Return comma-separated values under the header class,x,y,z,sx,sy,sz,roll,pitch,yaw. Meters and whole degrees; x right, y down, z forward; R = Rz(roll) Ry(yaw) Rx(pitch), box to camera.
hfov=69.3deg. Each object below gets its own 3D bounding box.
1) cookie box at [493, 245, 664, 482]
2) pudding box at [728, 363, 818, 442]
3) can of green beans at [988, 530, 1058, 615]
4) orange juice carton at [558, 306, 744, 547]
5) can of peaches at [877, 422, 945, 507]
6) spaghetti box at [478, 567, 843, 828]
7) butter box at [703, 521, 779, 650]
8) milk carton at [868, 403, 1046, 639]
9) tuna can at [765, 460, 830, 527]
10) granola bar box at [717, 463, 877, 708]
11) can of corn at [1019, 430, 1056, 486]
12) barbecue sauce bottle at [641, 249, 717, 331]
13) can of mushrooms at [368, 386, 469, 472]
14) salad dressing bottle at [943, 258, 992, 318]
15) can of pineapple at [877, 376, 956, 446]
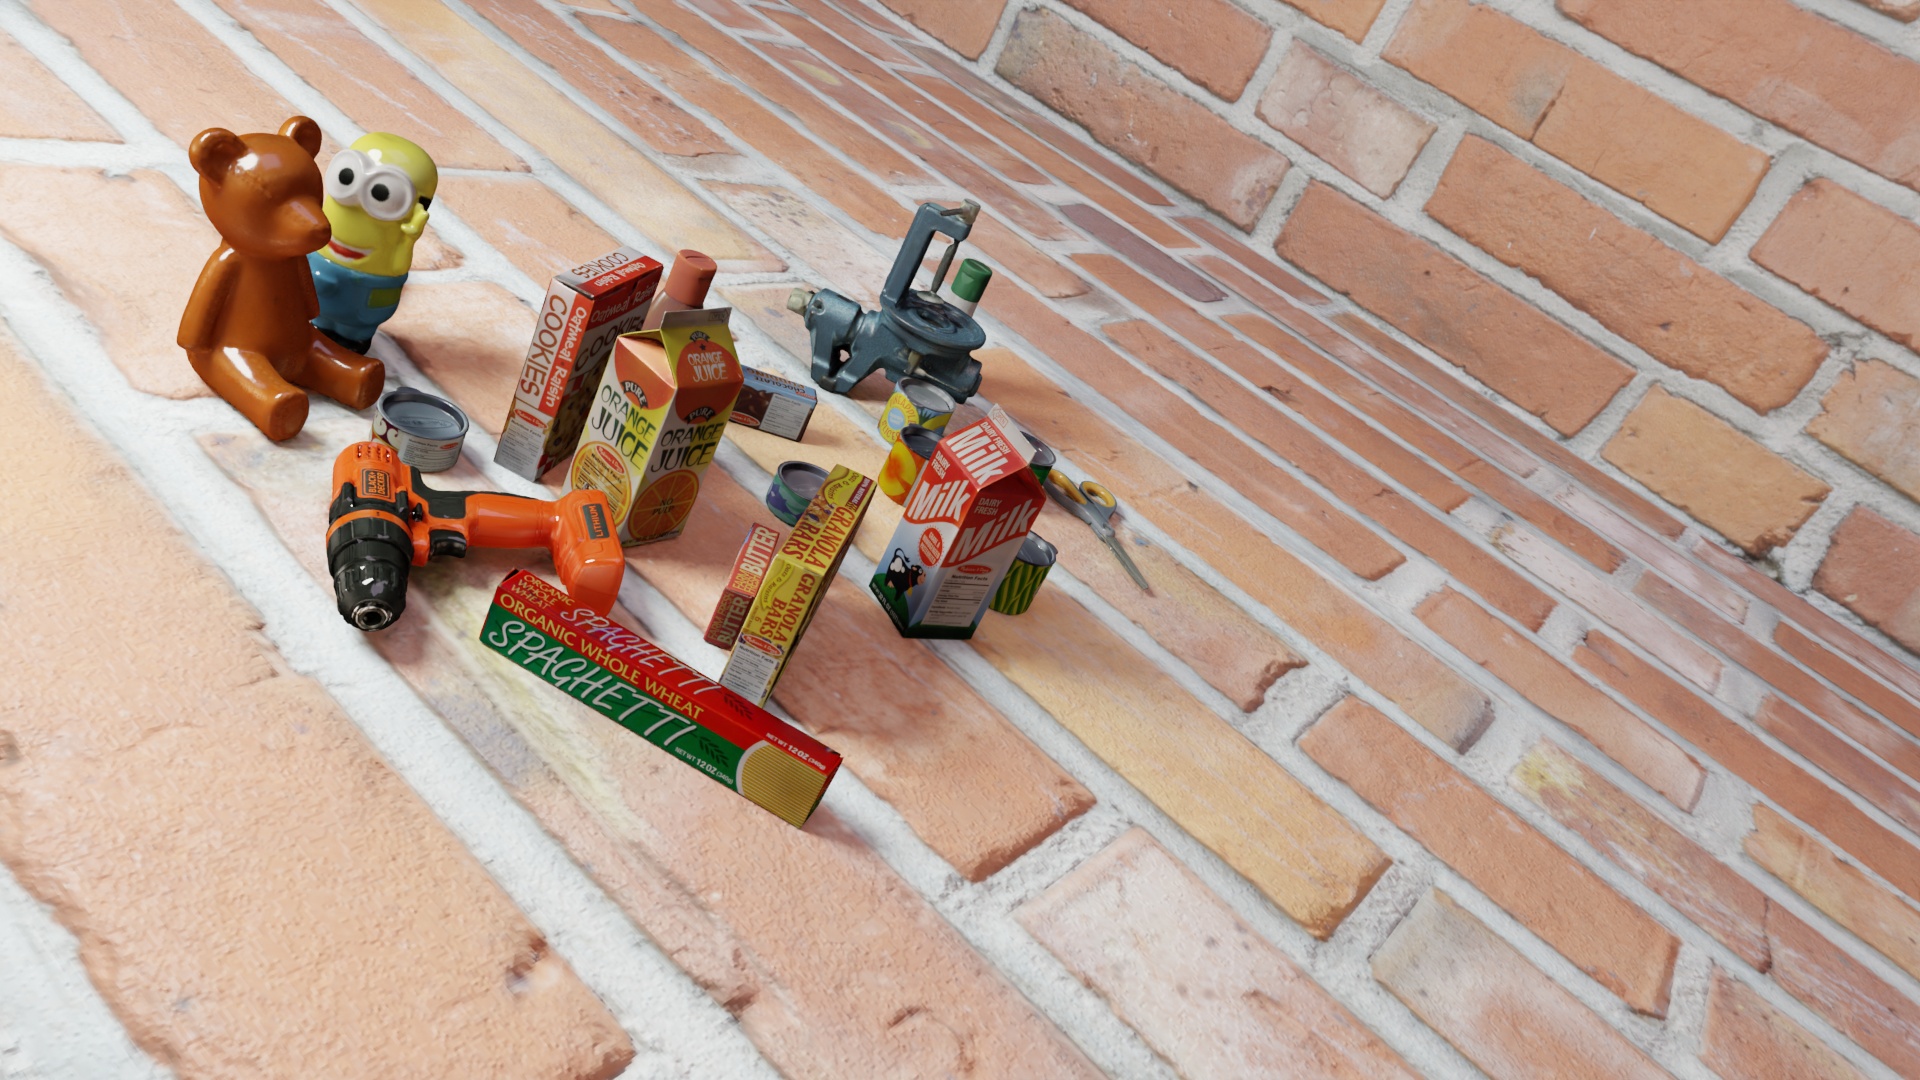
class,x,y,z,sx,sy,sz,roll,pitch,yaw
cookie box,-0.301,-0.142,1.102,0.040,0.166,0.123,28,26,1
pudding box,-0.183,-0.131,1.322,0.084,0.049,0.030,16,29,-22
can of green beans,0.044,0.025,1.246,0.071,0.057,0.071,22,27,-12
orange juice carton,-0.229,-0.093,1.053,0.073,0.191,0.072,39,29,22
can of peaches,-0.040,-0.070,1.336,0.071,0.057,0.071,22,27,-12
spaghetti box,-0.196,0.101,0.899,0.250,0.050,0.029,29,26,4
butter box,-0.164,0.033,1.045,0.024,0.053,0.104,24,27,-8
milk carton,0.004,-0.014,1.131,0.073,0.189,0.072,6,34,-37
tuna can,-0.134,-0.037,1.220,0.071,0.032,0.071,22,27,-12
granola bar box,-0.116,0.031,1.014,0.039,0.123,0.166,26,26,-3
can of corn,0.054,-0.073,1.430,0.071,0.058,0.071,22,27,-12
barbecue sauce bottle,-0.259,-0.187,1.241,0.044,0.147,0.065,41,29,24
can of mushrooms,-0.409,-0.084,1.048,0.071,0.033,0.071,22,27,-12
salad dressing bottle,-0.011,-0.249,1.581,0.064,0.147,0.044,35,27,15
can of pineapple,-0.047,-0.128,1.433,0.071,0.057,0.071,22,27,-12
